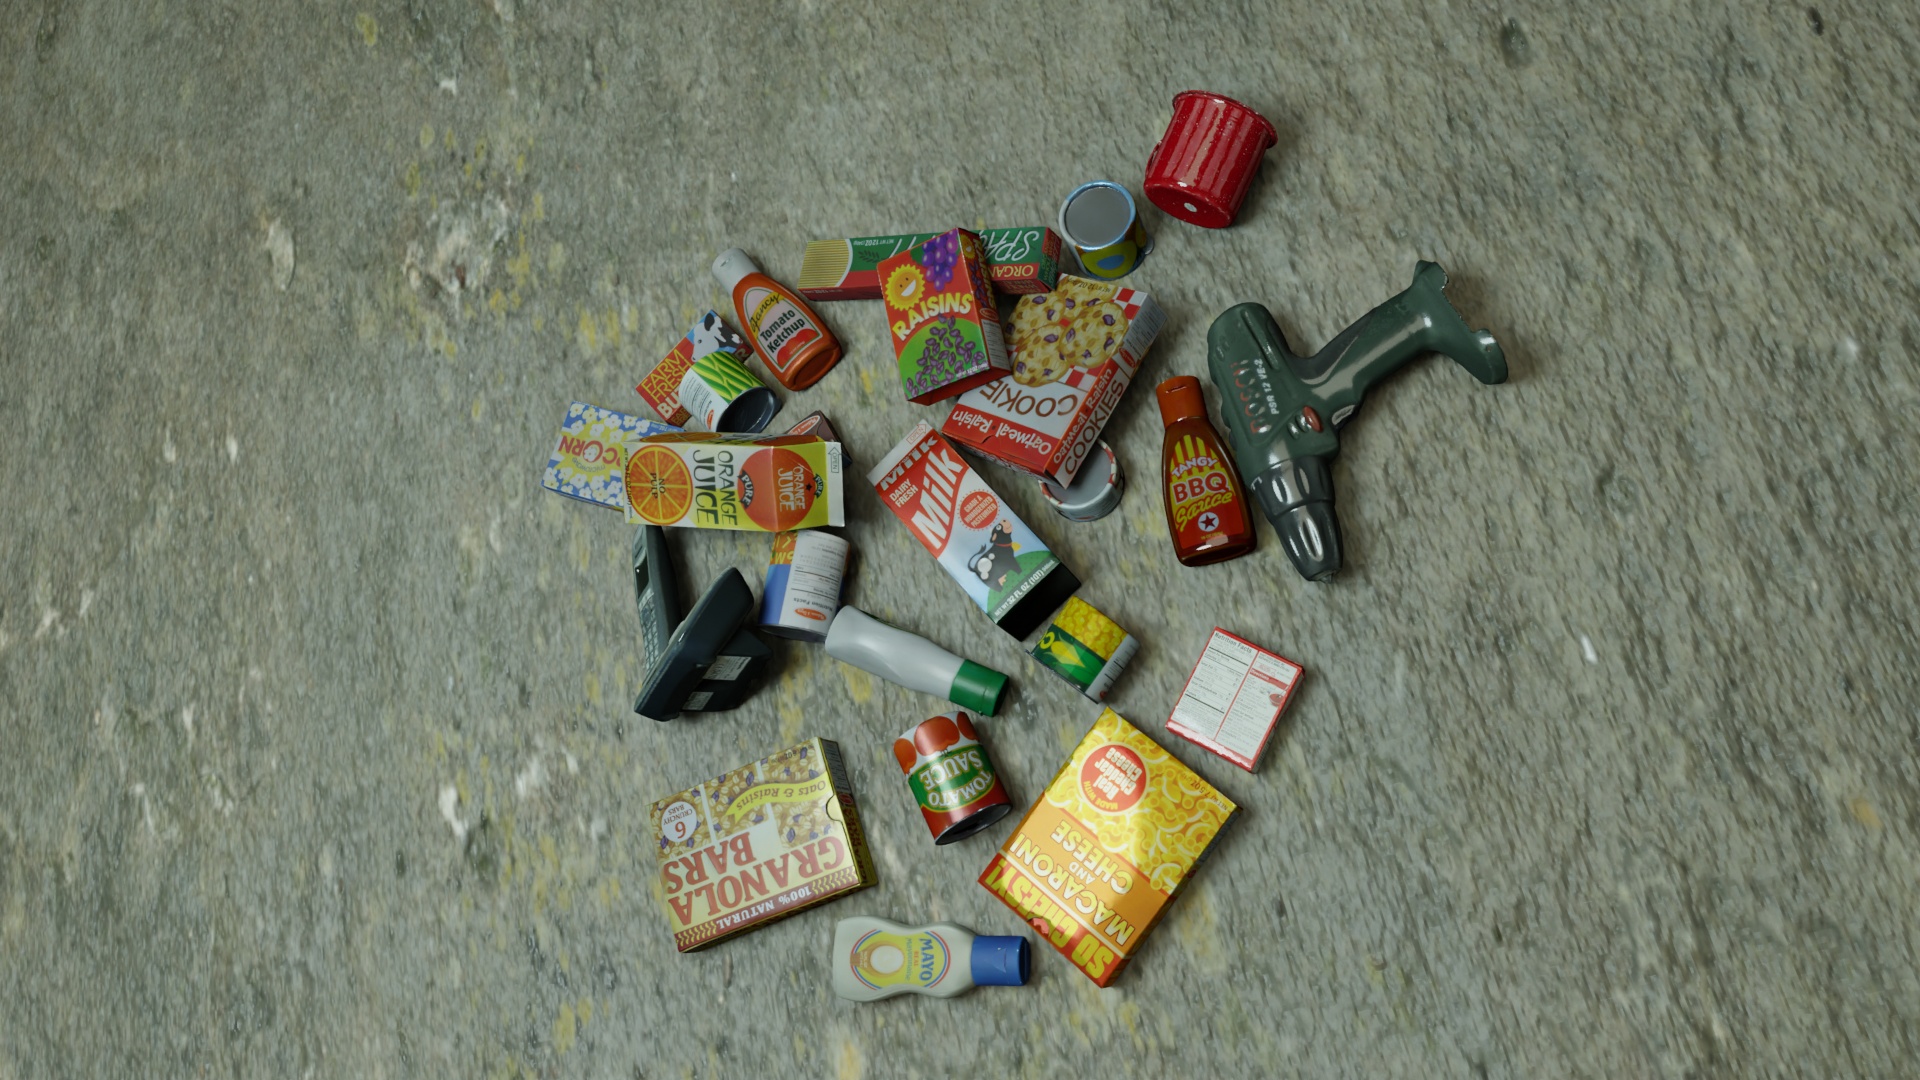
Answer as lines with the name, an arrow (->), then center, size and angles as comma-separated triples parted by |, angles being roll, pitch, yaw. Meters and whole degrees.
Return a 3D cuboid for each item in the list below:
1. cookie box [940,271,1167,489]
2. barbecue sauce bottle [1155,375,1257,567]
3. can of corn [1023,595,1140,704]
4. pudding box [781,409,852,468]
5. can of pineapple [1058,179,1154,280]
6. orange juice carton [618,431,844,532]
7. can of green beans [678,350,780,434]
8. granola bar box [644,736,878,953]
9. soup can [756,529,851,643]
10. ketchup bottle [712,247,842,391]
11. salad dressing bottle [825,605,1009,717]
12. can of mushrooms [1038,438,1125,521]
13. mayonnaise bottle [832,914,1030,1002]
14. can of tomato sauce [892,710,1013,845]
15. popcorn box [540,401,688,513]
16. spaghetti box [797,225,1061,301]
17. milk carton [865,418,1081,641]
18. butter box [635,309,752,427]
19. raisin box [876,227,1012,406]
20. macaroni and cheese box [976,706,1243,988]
cookie box -> 0.074, -0.135, 1.133 | 0.123, 0.040, 0.167 | 24, 79, 43
barbecue sauce bottle -> 0.187, -0.057, 1.097 | 0.065, 0.043, 0.149 | -15, 70, 15
can of corn -> 0.094, 0.083, 1.073 | 0.071, 0.071, 0.058 | 35, 87, 23
pudding box -> -0.142, -0.069, 1.213 | 0.083, 0.030, 0.050 | -34, 66, 6
can of pineapple -> 0.122, -0.262, 1.169 | 0.071, 0.058, 0.071 | -5, 73, 16
orange juice carton -> -0.183, -0.050, 1.157 | 0.192, 0.073, 0.071 | 3, 103, 23
can of green beans -> -0.207, -0.126, 1.231 | 0.071, 0.071, 0.058 | -47, 66, 1
granola bar box -> -0.164, 0.246, 1.123 | 0.165, 0.039, 0.124 | -23, 69, 10
soup can -> -0.131, 0.039, 1.161 | 0.071, 0.071, 0.084 | 5, 75, 19
ketchup bottle -> -0.171, -0.204, 1.255 | 0.064, 0.043, 0.149 | -41, 66, 3
salad dressing bottle -> -0.034, 0.099, 1.116 | 0.148, 0.064, 0.044 | 21, 72, 14
can of mushrooms -> 0.097, -0.053, 1.130 | 0.071, 0.033, 0.071 | -6, 72, 18
mayonnaise bottle -> -0.022, 0.318, 1.055 | 0.148, 0.041, 0.065 | -5, 71, 17
can of tomato sauce -> -0.007, 0.183, 1.075 | 0.071, 0.071, 0.083 | -31, 67, 8
popcorn box -> -0.309, -0.071, 1.263 | 0.127, 0.038, 0.085 | 14, 78, 21
spaghetti box -> -0.031, -0.238, 1.203 | 0.250, 0.028, 0.050 | 4, 76, 31
milk carton -> 0.004, -0.014, 1.127 | 0.072, 0.073, 0.191 | -44, 66, 2
butter box -> -0.245, -0.157, 1.275 | 0.103, 0.024, 0.053 | -46, 66, 0
raisin box -> -0.014, -0.183, 1.142 | 0.086, 0.040, 0.123 | -19, 78, 30
macaroni and cheese box -> 0.111, 0.228, 1.040 | 0.124, 0.040, 0.166 | 36, 87, 24
